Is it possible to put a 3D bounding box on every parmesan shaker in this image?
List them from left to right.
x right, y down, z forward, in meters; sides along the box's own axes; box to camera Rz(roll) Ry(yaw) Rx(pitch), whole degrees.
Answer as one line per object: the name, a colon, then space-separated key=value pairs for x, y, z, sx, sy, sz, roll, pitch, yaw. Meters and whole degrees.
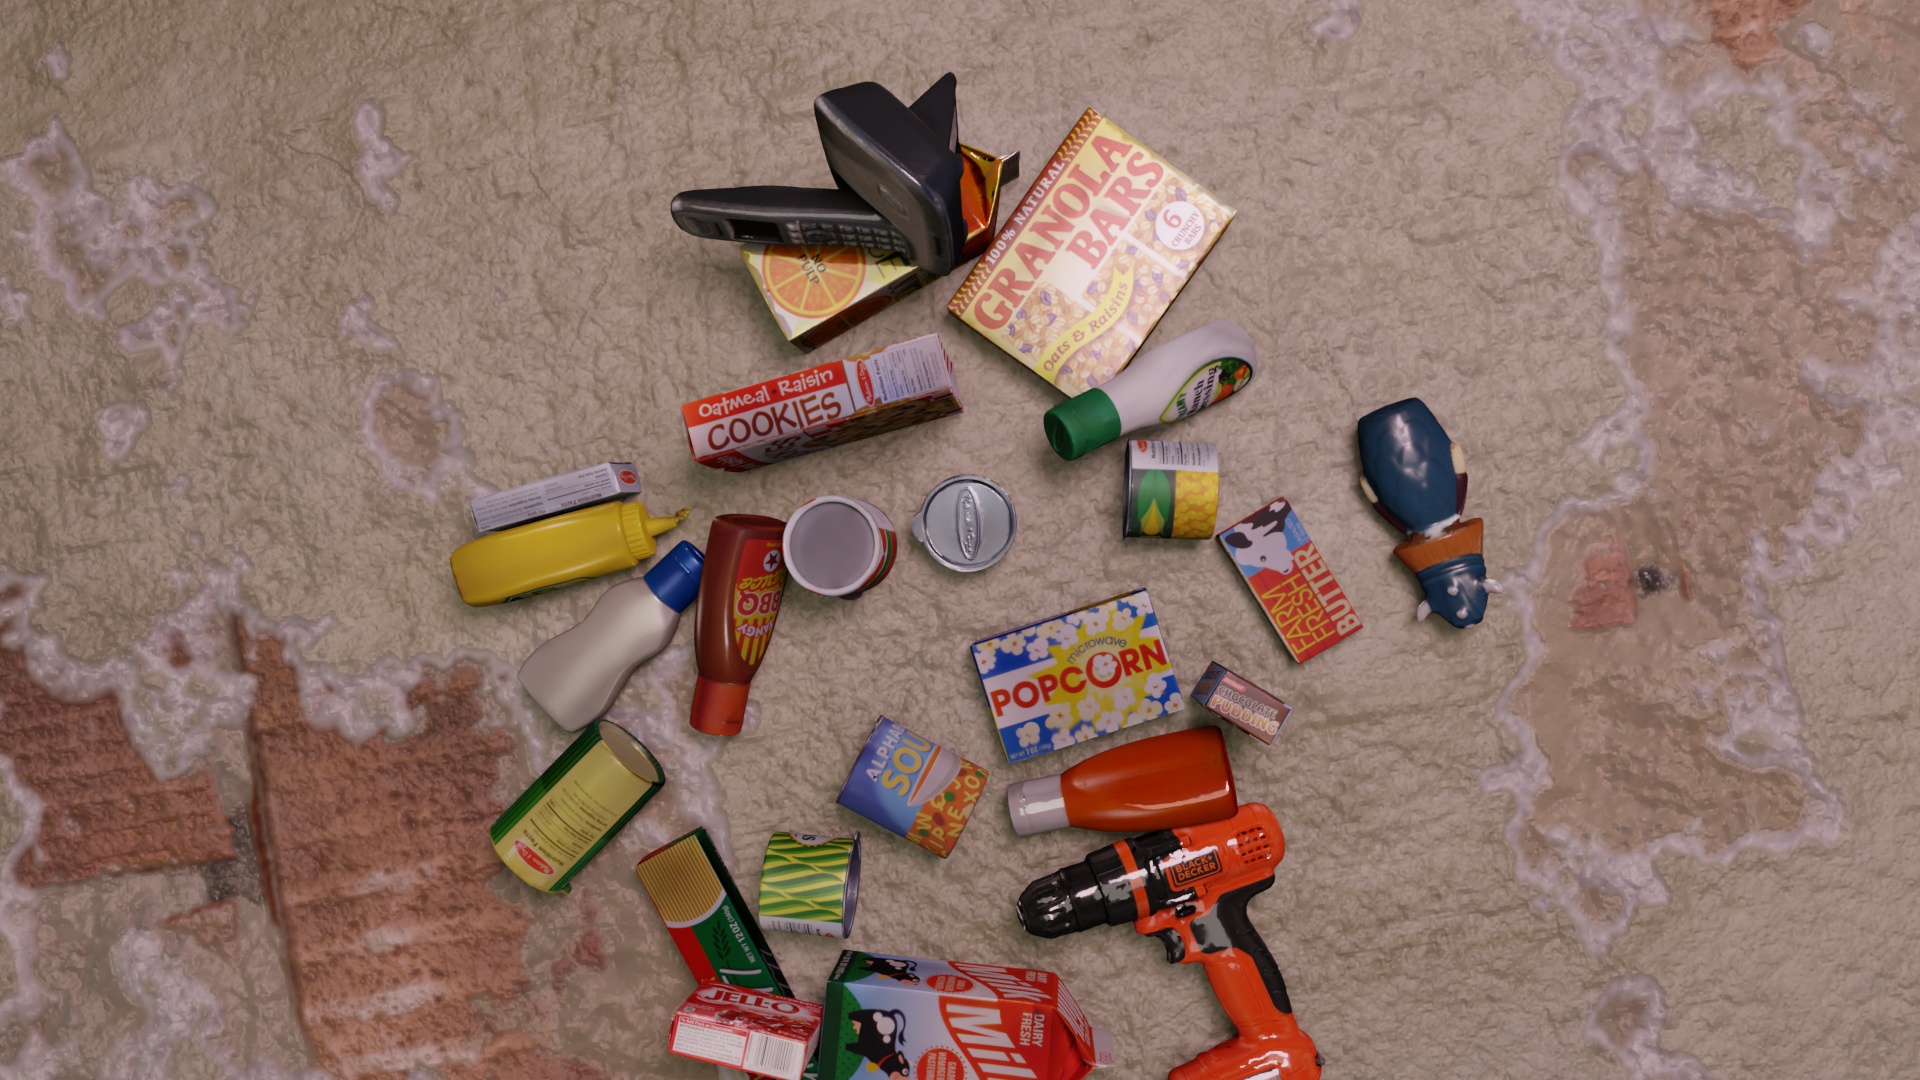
parmesan shaker: x=-0.258 y=0.182 z=0.948 sx=0.071 sy=0.071 sz=0.103 roll=45 pitch=91 yaw=3

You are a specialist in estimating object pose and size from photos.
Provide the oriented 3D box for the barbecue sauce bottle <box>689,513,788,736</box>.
barbecue sauce bottle: x=-0.154 y=0.058 z=0.946 sx=0.044 sy=0.065 sz=0.148 roll=18 pitch=100 yaw=32

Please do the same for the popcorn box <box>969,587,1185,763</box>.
popcorn box: x=0.079 y=0.091 z=0.940 sx=0.127 sy=0.038 sz=0.085 roll=-18 pitch=88 yaw=3

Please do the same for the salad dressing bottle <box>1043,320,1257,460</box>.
salad dressing bottle: x=0.125 y=-0.097 z=0.911 sx=0.148 sy=0.064 sz=0.044 roll=-26 pitch=62 yaw=-19

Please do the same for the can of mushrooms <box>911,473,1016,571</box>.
can of mushrooms: x=0.003 y=-0.012 z=0.949 sx=0.071 sy=0.033 sz=0.071 roll=0 pitch=90 yaw=3

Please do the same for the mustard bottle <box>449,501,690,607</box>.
mustard bottle: x=-0.262 y=0.005 z=0.952 sx=0.160 sy=0.065 sz=0.049 roll=-15 pitch=92 yaw=-1

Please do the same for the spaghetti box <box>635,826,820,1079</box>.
spaghetti box: x=-0.141 y=0.319 z=0.956 sx=0.050 sy=0.028 sz=0.250 roll=-29 pitch=87 yaw=3

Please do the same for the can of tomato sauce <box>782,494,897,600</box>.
can of tomato sauce: x=-0.080 y=0.005 z=0.929 sx=0.071 sy=0.083 sz=0.071 roll=0 pitch=89 yaw=4

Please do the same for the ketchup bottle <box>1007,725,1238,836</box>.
ketchup bottle: x=0.107 y=0.166 z=0.929 sx=0.149 sy=0.065 sz=0.043 roll=-12 pitch=132 yaw=9

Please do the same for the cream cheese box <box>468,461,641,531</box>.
cream cheese box: x=-0.278 y=-0.031 z=0.957 sx=0.104 sy=0.053 sz=0.024 roll=-15 pitch=91 yaw=4

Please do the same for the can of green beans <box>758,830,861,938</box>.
can of green beans: x=-0.101 y=0.231 z=0.936 sx=0.058 sy=0.071 sz=0.071 roll=5 pitch=90 yaw=4

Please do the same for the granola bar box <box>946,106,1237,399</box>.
granola bar box: x=0.088 y=-0.188 z=0.944 sx=0.124 sy=0.039 sz=0.165 roll=36 pitch=92 yaw=2

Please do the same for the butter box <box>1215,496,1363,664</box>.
butter box: x=0.222 y=0.027 z=0.939 sx=0.053 sy=0.024 sz=0.103 roll=-32 pitch=87 yaw=3

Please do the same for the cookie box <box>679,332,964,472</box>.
cookie box: x=-0.086 y=-0.086 z=0.911 sx=0.167 sy=0.123 sz=0.040 roll=-15 pitch=88 yaw=3

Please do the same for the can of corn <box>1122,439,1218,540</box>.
can of corn: x=0.139 y=-0.031 z=0.926 sx=0.058 sy=0.071 sz=0.071 roll=2 pitch=90 yaw=3

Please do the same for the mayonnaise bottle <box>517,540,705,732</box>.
mayonnaise bottle: x=-0.232 y=0.063 z=0.960 sx=0.148 sy=0.041 sz=0.065 roll=-43 pitch=87 yaw=1

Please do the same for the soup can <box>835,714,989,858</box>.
soup can: x=-0.031 y=0.163 z=0.931 sx=0.084 sy=0.071 sz=0.071 roll=27 pitch=91 yaw=3

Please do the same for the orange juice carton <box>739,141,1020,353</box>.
orange juice carton: x=-0.044 y=-0.207 z=0.936 sx=0.193 sy=0.072 sz=0.073 roll=-29 pitch=88 yaw=3

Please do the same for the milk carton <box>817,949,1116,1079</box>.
milk carton: x=0.007 y=0.327 z=0.924 sx=0.191 sy=0.072 sz=0.073 roll=5 pitch=90 yaw=3

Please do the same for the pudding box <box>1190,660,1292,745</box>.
pudding box: x=0.183 y=0.106 z=0.911 sx=0.050 sy=0.084 sz=0.030 roll=31 pitch=91 yaw=4
